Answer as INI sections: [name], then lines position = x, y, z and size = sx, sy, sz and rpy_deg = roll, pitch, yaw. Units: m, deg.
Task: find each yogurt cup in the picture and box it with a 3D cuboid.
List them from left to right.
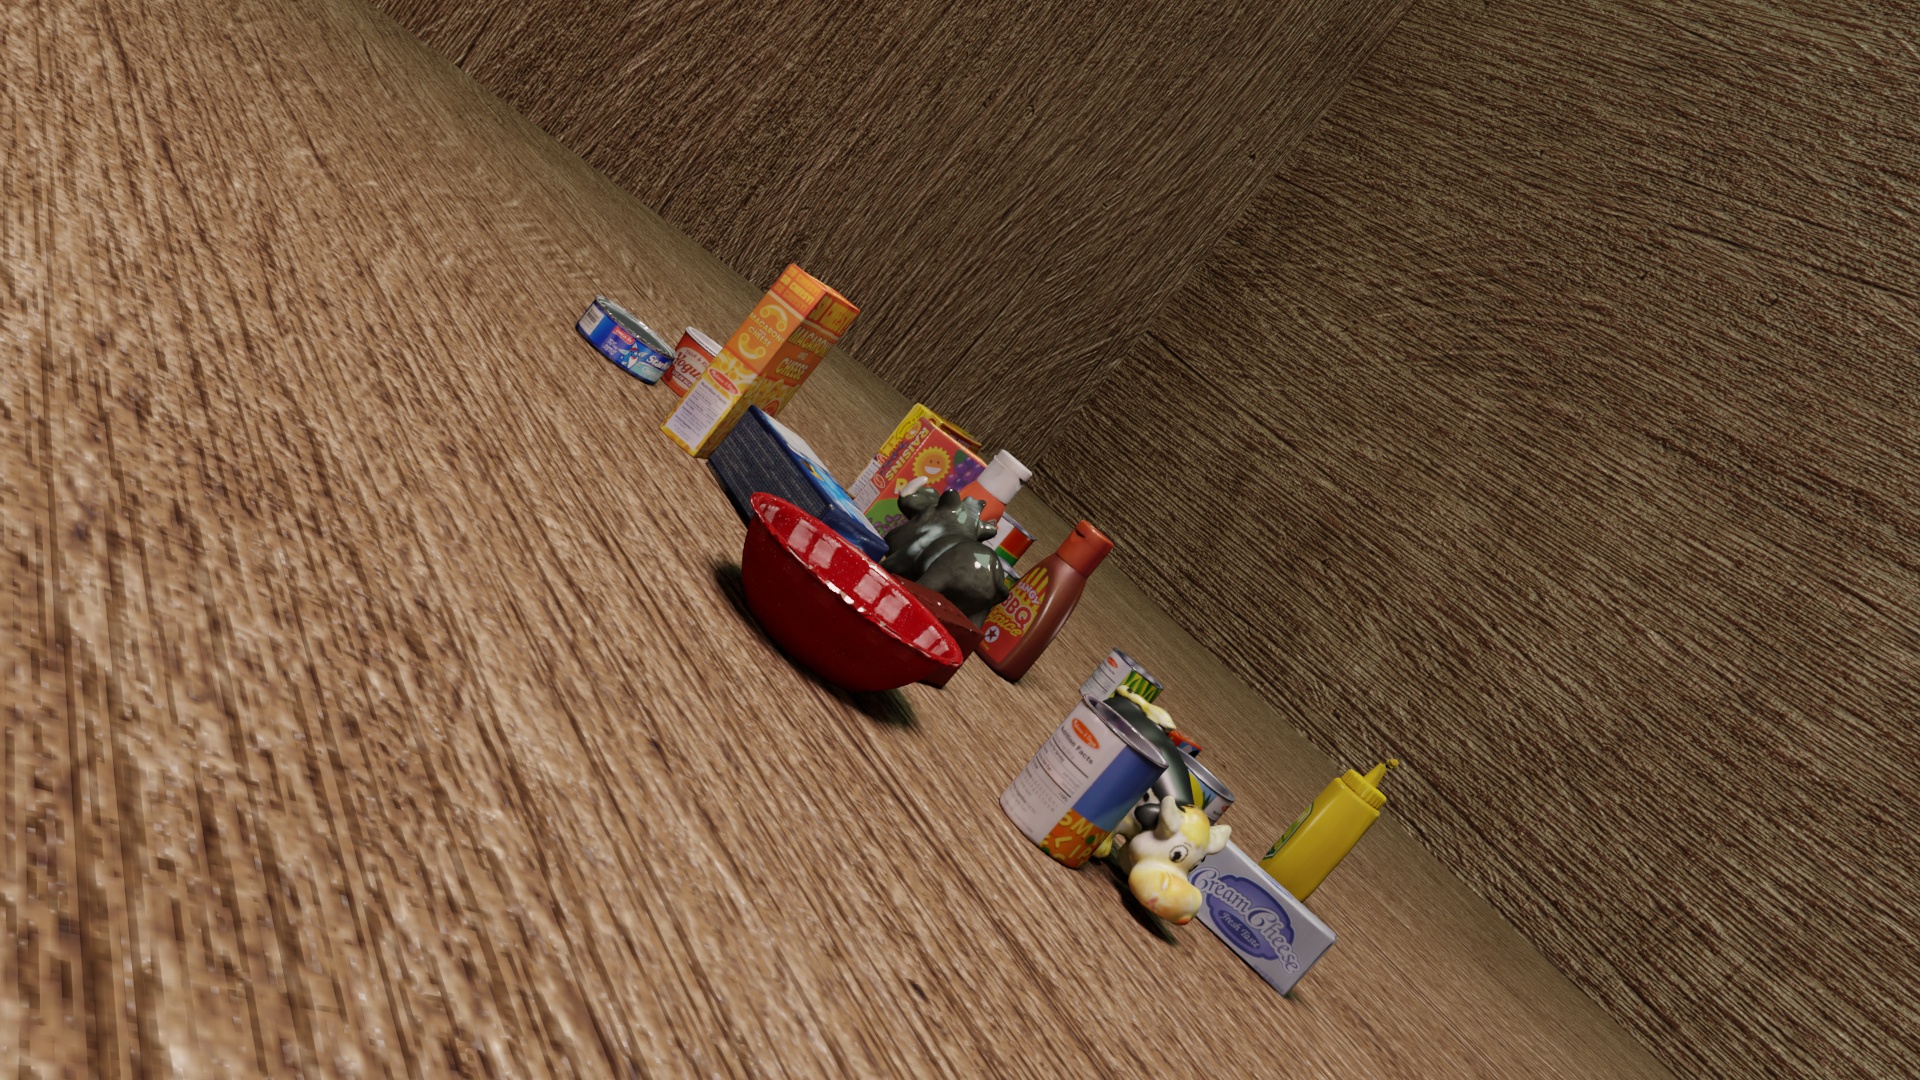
[yogurt cup]
position = -0.241, -0.157, 1.287
size = 0.072, 0.054, 0.072
rpy_deg = 39, 6, -5

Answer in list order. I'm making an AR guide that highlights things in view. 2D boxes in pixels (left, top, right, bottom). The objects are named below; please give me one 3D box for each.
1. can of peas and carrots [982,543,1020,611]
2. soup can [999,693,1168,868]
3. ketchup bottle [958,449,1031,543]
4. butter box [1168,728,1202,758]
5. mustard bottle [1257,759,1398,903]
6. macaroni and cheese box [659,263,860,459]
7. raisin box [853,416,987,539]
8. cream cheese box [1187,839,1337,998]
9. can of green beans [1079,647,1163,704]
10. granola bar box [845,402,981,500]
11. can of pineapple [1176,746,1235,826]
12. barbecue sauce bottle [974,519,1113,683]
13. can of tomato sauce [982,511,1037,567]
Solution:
[can of peas and carrots]
position = 0.016, 0.038, 1.366
size = 0.071, 0.058, 0.071
rpy_deg = 39, 6, -5
[soup can]
position = 0.076, 0.147, 0.843
size = 0.071, 0.083, 0.071
rpy_deg = 39, 6, -5
[ketchup bottle]
position = 0.005, -0.016, 1.273
size = 0.043, 0.148, 0.064
rpy_deg = 42, 6, 24
[butter box]
position = 0.169, 0.185, 1.242
size = 0.103, 0.053, 0.024
rpy_deg = 33, 8, -43
[mustard bottle]
position = 0.313, 0.243, 1.177
size = 0.049, 0.160, 0.065
rpy_deg = 41, 6, 11
[macaroni and cheese box]
position = -0.160, -0.141, 1.127
size = 0.040, 0.166, 0.124
rpy_deg = 40, 6, 5
[raisin box]
position = -0.040, -0.046, 1.341
size = 0.086, 0.123, 0.040
rpy_deg = 36, 7, -31
[cream cheese box]
position = 0.197, 0.252, 0.938
size = 0.104, 0.053, 0.024
rpy_deg = 41, 6, 17
[can of green beans]
position = 0.164, 0.152, 1.420
size = 0.071, 0.058, 0.071
rpy_deg = 39, 6, -5
[granola bar box]
position = -0.047, -0.079, 1.523
size = 0.039, 0.124, 0.165
rpy_deg = 41, 6, 15
[can of pineapple]
position = 0.174, 0.206, 1.111
size = 0.071, 0.058, 0.071
rpy_deg = 39, 6, -5
[barbecue sauce bottle]
position = 0.073, 0.050, 1.206
size = 0.043, 0.148, 0.065
rpy_deg = 35, 8, -40
[can of tomato sauce]
position = 0.033, 0.011, 1.543
size = 0.071, 0.083, 0.071
rpy_deg = 39, 6, -5
